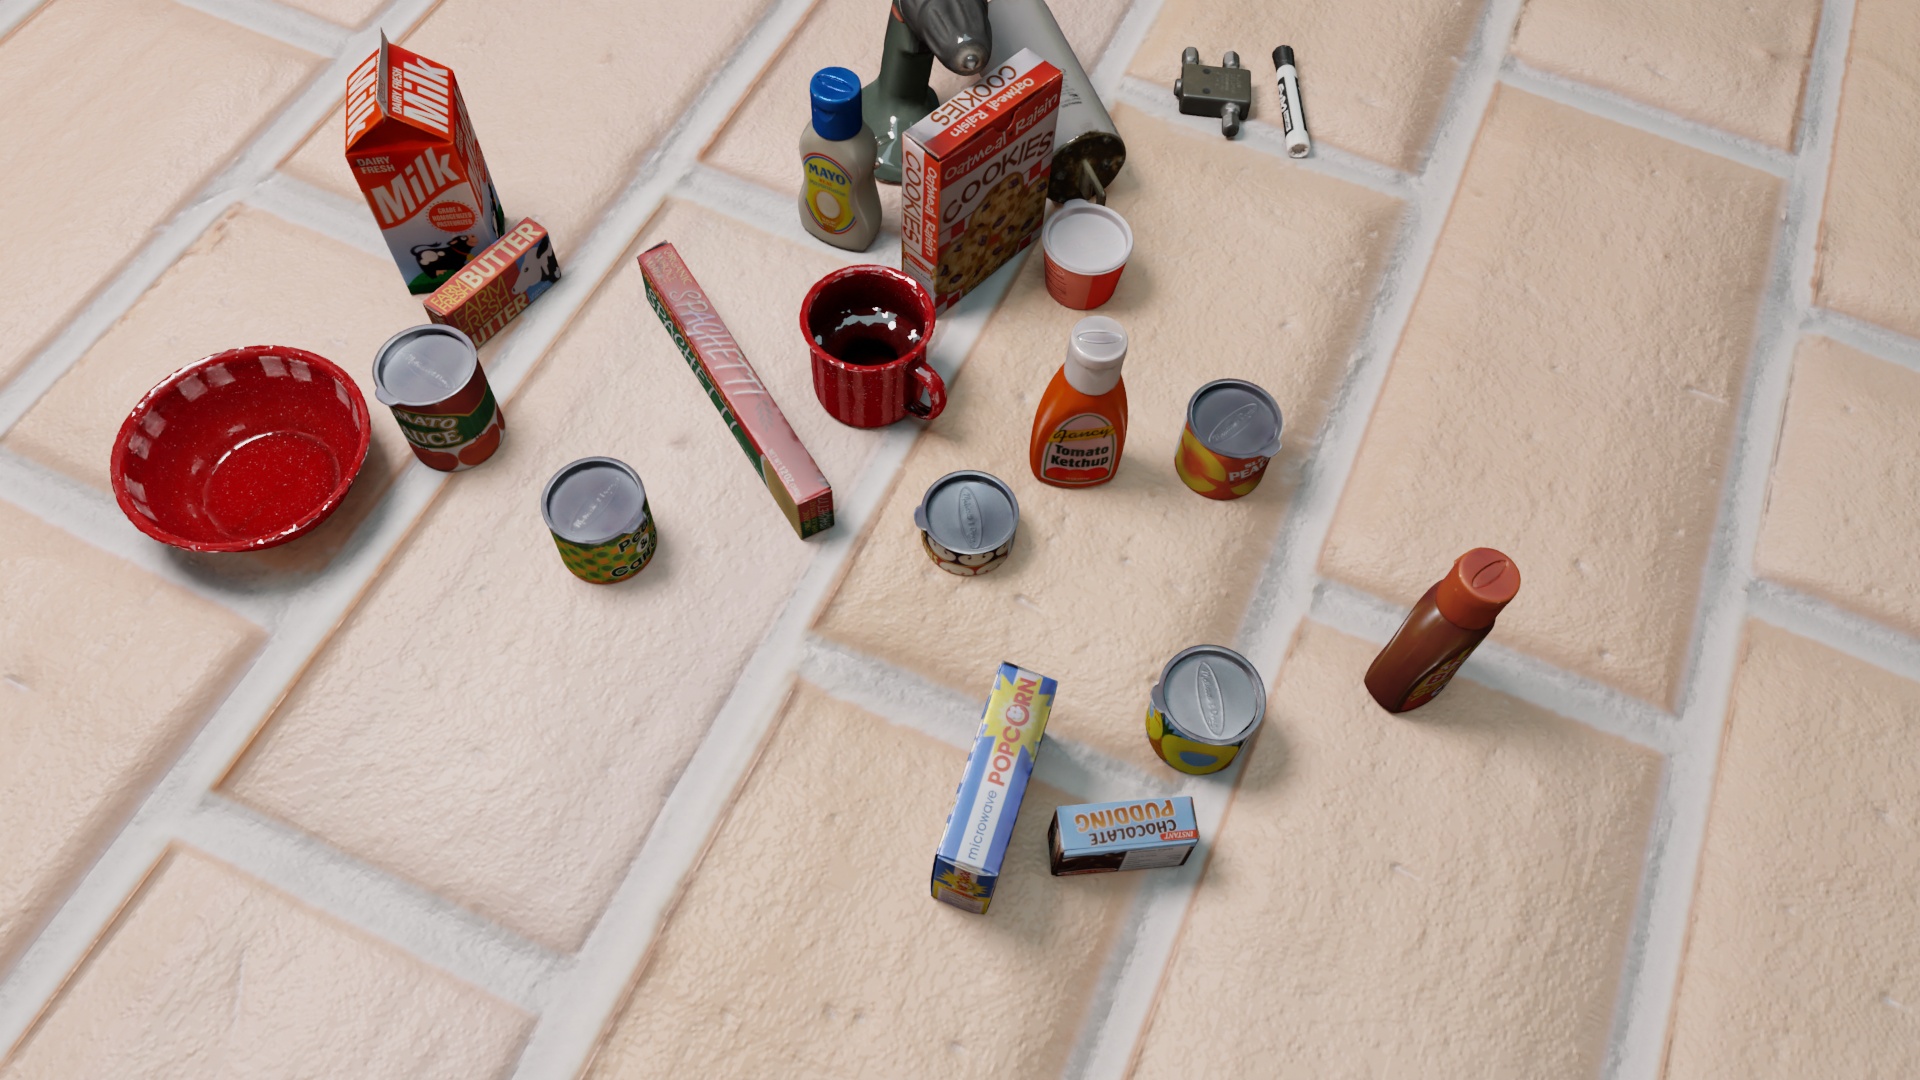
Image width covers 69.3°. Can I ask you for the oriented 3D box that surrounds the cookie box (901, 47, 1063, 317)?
[{"bbox_3d":[0.014,-0.254,1.004,0.040,0.166,0.123,41,66,18],"label":"cookie box"}]

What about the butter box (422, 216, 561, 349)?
[{"bbox_3d":[-0.339,-0.184,1.011,0.024,0.053,0.104,34,64,15],"label":"butter box"}]

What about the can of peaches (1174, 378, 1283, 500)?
[{"bbox_3d":[0.187,-0.068,0.969,0.071,0.057,0.071,1,60,-2],"label":"can of peaches"}]

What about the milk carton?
[{"bbox_3d":[-0.377,-0.262,0.975,0.073,0.189,0.072,-8,61,-7],"label":"milk carton"}]

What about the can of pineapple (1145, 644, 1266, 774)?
[{"bbox_3d":[0.150,0.106,0.868,0.071,0.057,0.071,1,60,-2],"label":"can of pineapple"}]

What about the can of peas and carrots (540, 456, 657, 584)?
[{"bbox_3d":[-0.234,-0.012,0.914,0.071,0.058,0.071,1,60,-2],"label":"can of peas and carrots"}]

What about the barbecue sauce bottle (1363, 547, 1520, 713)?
[{"bbox_3d":[0.297,0.054,0.853,0.065,0.147,0.044,-31,66,-18],"label":"barbecue sauce bottle"}]

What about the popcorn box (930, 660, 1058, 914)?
[{"bbox_3d":[0.019,0.147,0.822,0.038,0.084,0.127,17,61,7],"label":"popcorn box"}]

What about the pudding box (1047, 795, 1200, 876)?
[{"bbox_3d":[0.096,0.177,0.829,0.084,0.049,0.030,-4,61,-5],"label":"pudding box"}]

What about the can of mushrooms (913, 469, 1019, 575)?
[{"bbox_3d":[0.003,-0.012,0.941,0.071,0.033,0.071,1,60,-2],"label":"can of mushrooms"}]

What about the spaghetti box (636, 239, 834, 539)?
[{"bbox_3d":[-0.161,-0.110,0.979,0.029,0.050,0.251,-27,65,-17],"label":"spaghetti box"}]

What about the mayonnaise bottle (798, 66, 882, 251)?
[{"bbox_3d":[-0.090,-0.280,1.024,0.065,0.147,0.041,24,62,10],"label":"mayonnaise bottle"}]

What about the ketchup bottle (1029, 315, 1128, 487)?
[{"bbox_3d":[0.083,-0.091,0.925,0.065,0.148,0.044,0,61,-3],"label":"ketchup bottle"}]

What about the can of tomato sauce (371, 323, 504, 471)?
[{"bbox_3d":[-0.352,-0.094,0.941,0.071,0.082,0.071,1,60,-2],"label":"can of tomato sauce"}]

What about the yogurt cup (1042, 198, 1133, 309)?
[{"bbox_3d":[0.093,-0.212,1.049,0.072,0.053,0.073,1,60,-2],"label":"yogurt cup"}]
